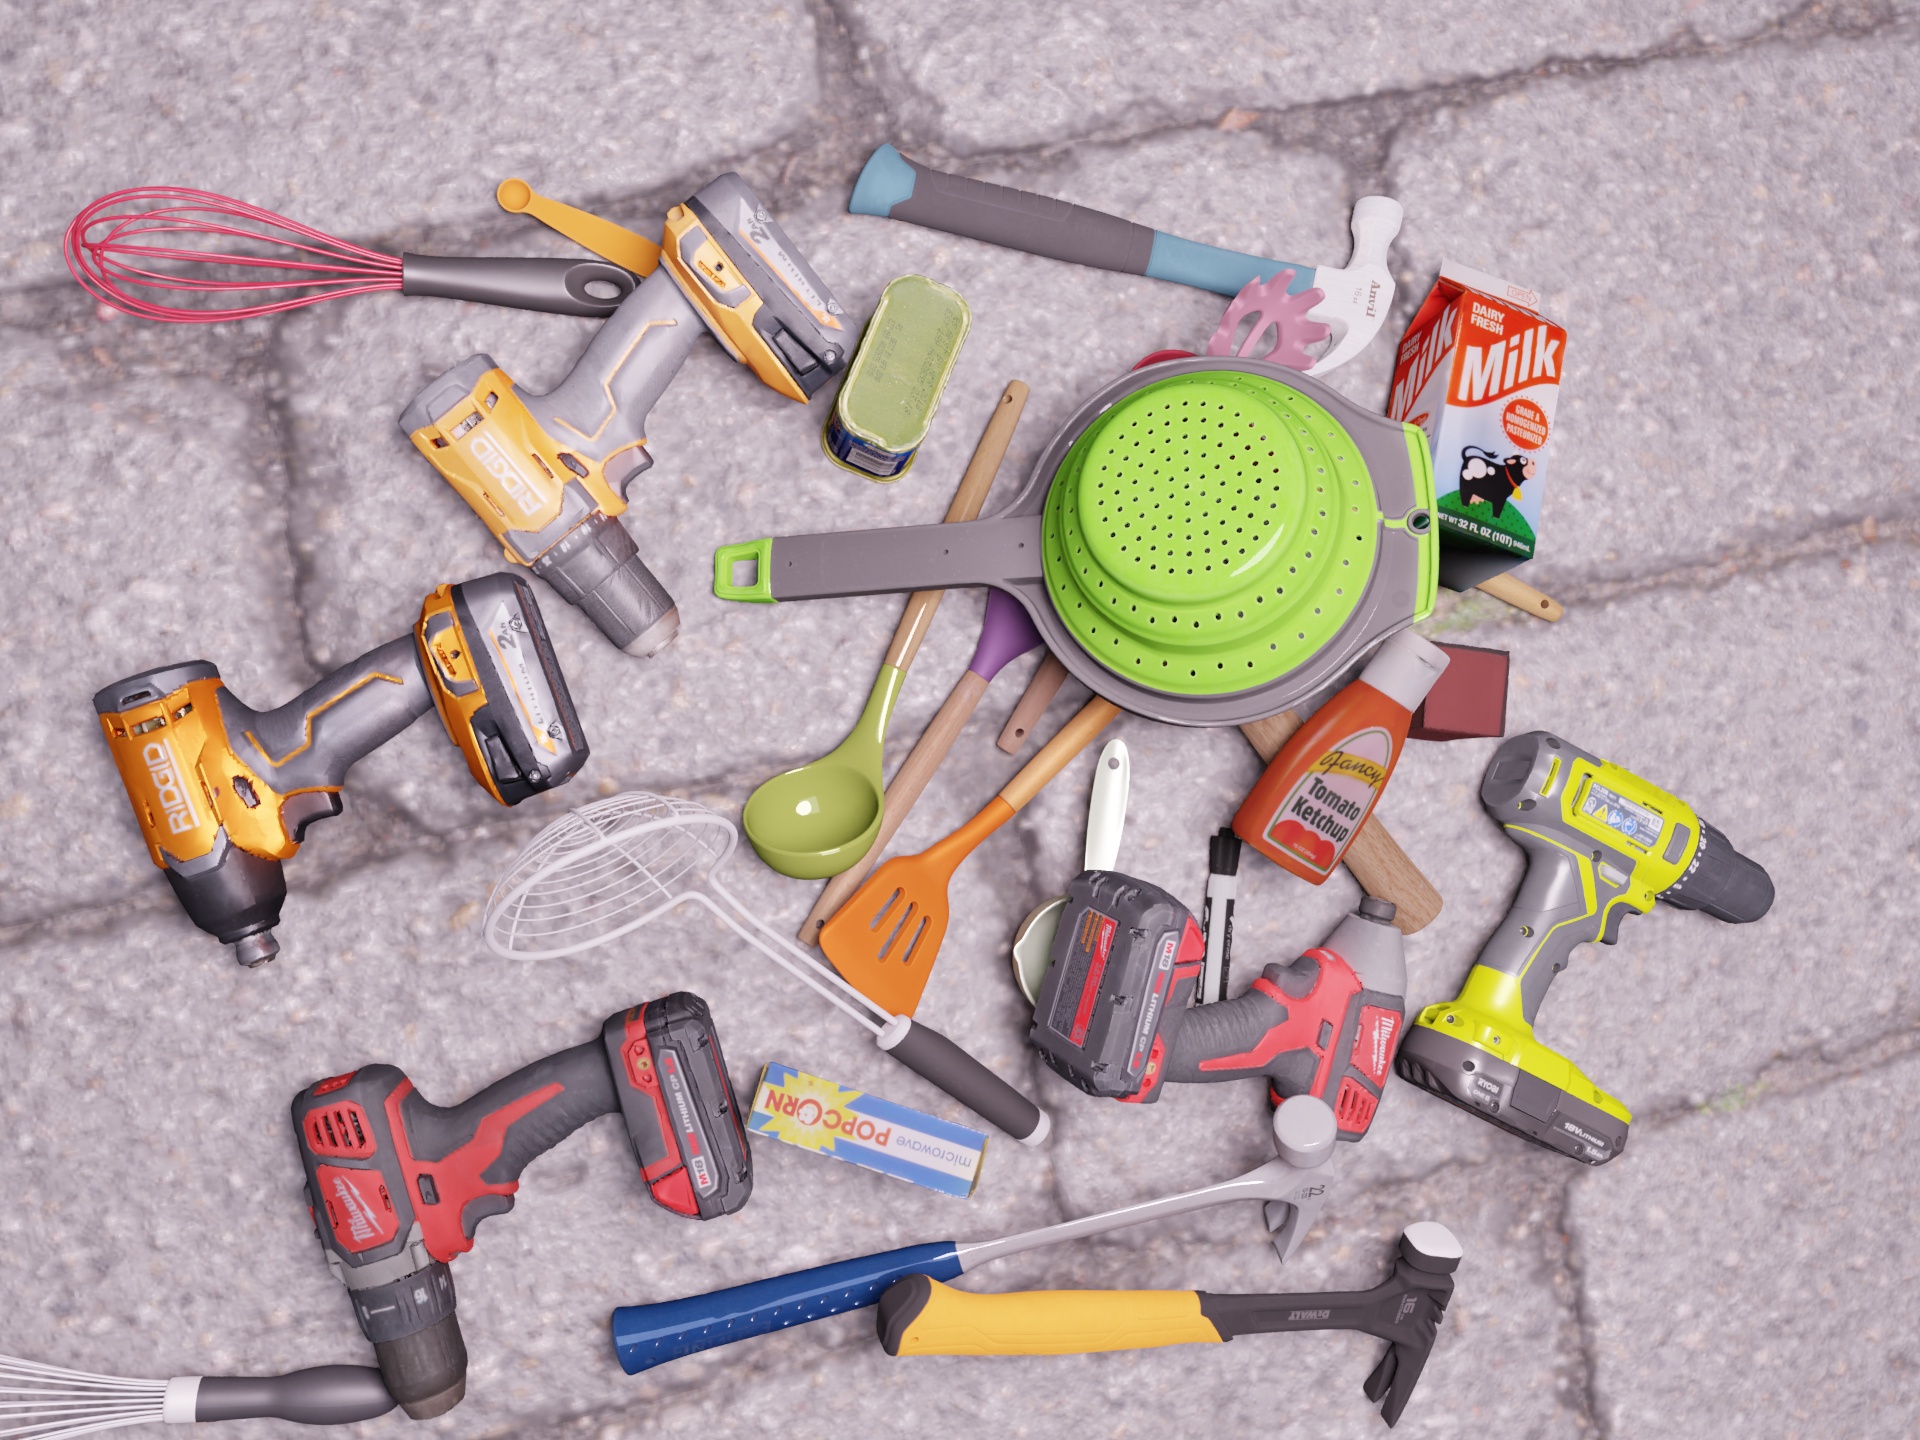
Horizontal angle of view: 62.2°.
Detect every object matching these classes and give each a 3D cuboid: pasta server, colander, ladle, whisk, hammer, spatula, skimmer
[{"bbox_3d":[0.110,-0.116,0.918,0.060,0.040,0.316,31,93,-13],"label":"pasta server"},{"bbox_3d":[0.042,-0.100,0.827,0.397,0.094,0.204,-3,79,15],"label":"colander"},{"bbox_3d":[-0.032,-0.058,0.907,0.078,0.062,0.320,19,80,27],"label":"ladle"},{"bbox_3d":[0.235,-0.133,0.968,0.315,0.031,0.069,26,89,-10],"label":"ladle"},{"bbox_3d":[-0.440,0.356,0.830,0.284,0.070,0.070,4,88,-15],"label":"whisk"},{"bbox_3d":[0.099,-0.283,0.945,0.331,0.033,0.128,11,86,-9],"label":"hammer"},{"bbox_3d":[0.176,0.000,0.925,0.130,0.031,0.331,-39,105,2],"label":"hammer"},{"bbox_3d":[-0.322,-0.245,0.862,0.295,0.073,0.073,1,89,-16],"label":"whisk"},{"bbox_3d":[0.011,0.301,0.890,0.405,0.143,0.035,-13,48,-2],"label":"hammer"},{"bbox_3d":[0.048,0.035,0.924,0.322,0.041,0.081,-44,115,-9],"label":"spatula"},{"bbox_3d":[0.116,0.339,0.888,0.336,0.034,0.127,6,109,-17],"label":"hammer"},{"bbox_3d":[-0.078,0.153,0.823,0.127,0.090,0.363,-38,119,22],"label":"skimmer"},{"bbox_3d":[-0.001,-0.003,0.928,0.059,0.018,0.316,35,83,-9],"label":"spatula"}]

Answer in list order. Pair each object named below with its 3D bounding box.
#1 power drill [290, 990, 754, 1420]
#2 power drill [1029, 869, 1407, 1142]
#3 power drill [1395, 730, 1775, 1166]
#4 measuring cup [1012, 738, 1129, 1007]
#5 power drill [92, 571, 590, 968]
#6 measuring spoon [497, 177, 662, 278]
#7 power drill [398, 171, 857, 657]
[{"bbox_3d":[-0.228,0.256,0.856,0.226,0.080,0.188,-16,91,-7],"label":"power drill"},{"bbox_3d":[0.160,0.155,0.899,0.219,0.079,0.143,15,92,-28],"label":"power drill"},{"bbox_3d":[0.379,0.143,0.961,0.190,0.080,0.228,27,82,-10],"label":"power drill"},{"bbox_3d":[0.075,0.094,0.930,0.083,0.038,0.167,10,85,-9],"label":"measuring cup"},{"bbox_3d":[-0.320,0.025,0.844,0.226,0.084,0.164,-19,92,-5],"label":"power drill"},{"bbox_3d":[-0.207,-0.275,0.906,0.117,0.011,0.021,24,84,-12],"label":"measuring spoon"},{"bbox_3d":[-0.161,-0.161,0.868,0.226,0.084,0.185,-39,102,1],"label":"power drill"}]
